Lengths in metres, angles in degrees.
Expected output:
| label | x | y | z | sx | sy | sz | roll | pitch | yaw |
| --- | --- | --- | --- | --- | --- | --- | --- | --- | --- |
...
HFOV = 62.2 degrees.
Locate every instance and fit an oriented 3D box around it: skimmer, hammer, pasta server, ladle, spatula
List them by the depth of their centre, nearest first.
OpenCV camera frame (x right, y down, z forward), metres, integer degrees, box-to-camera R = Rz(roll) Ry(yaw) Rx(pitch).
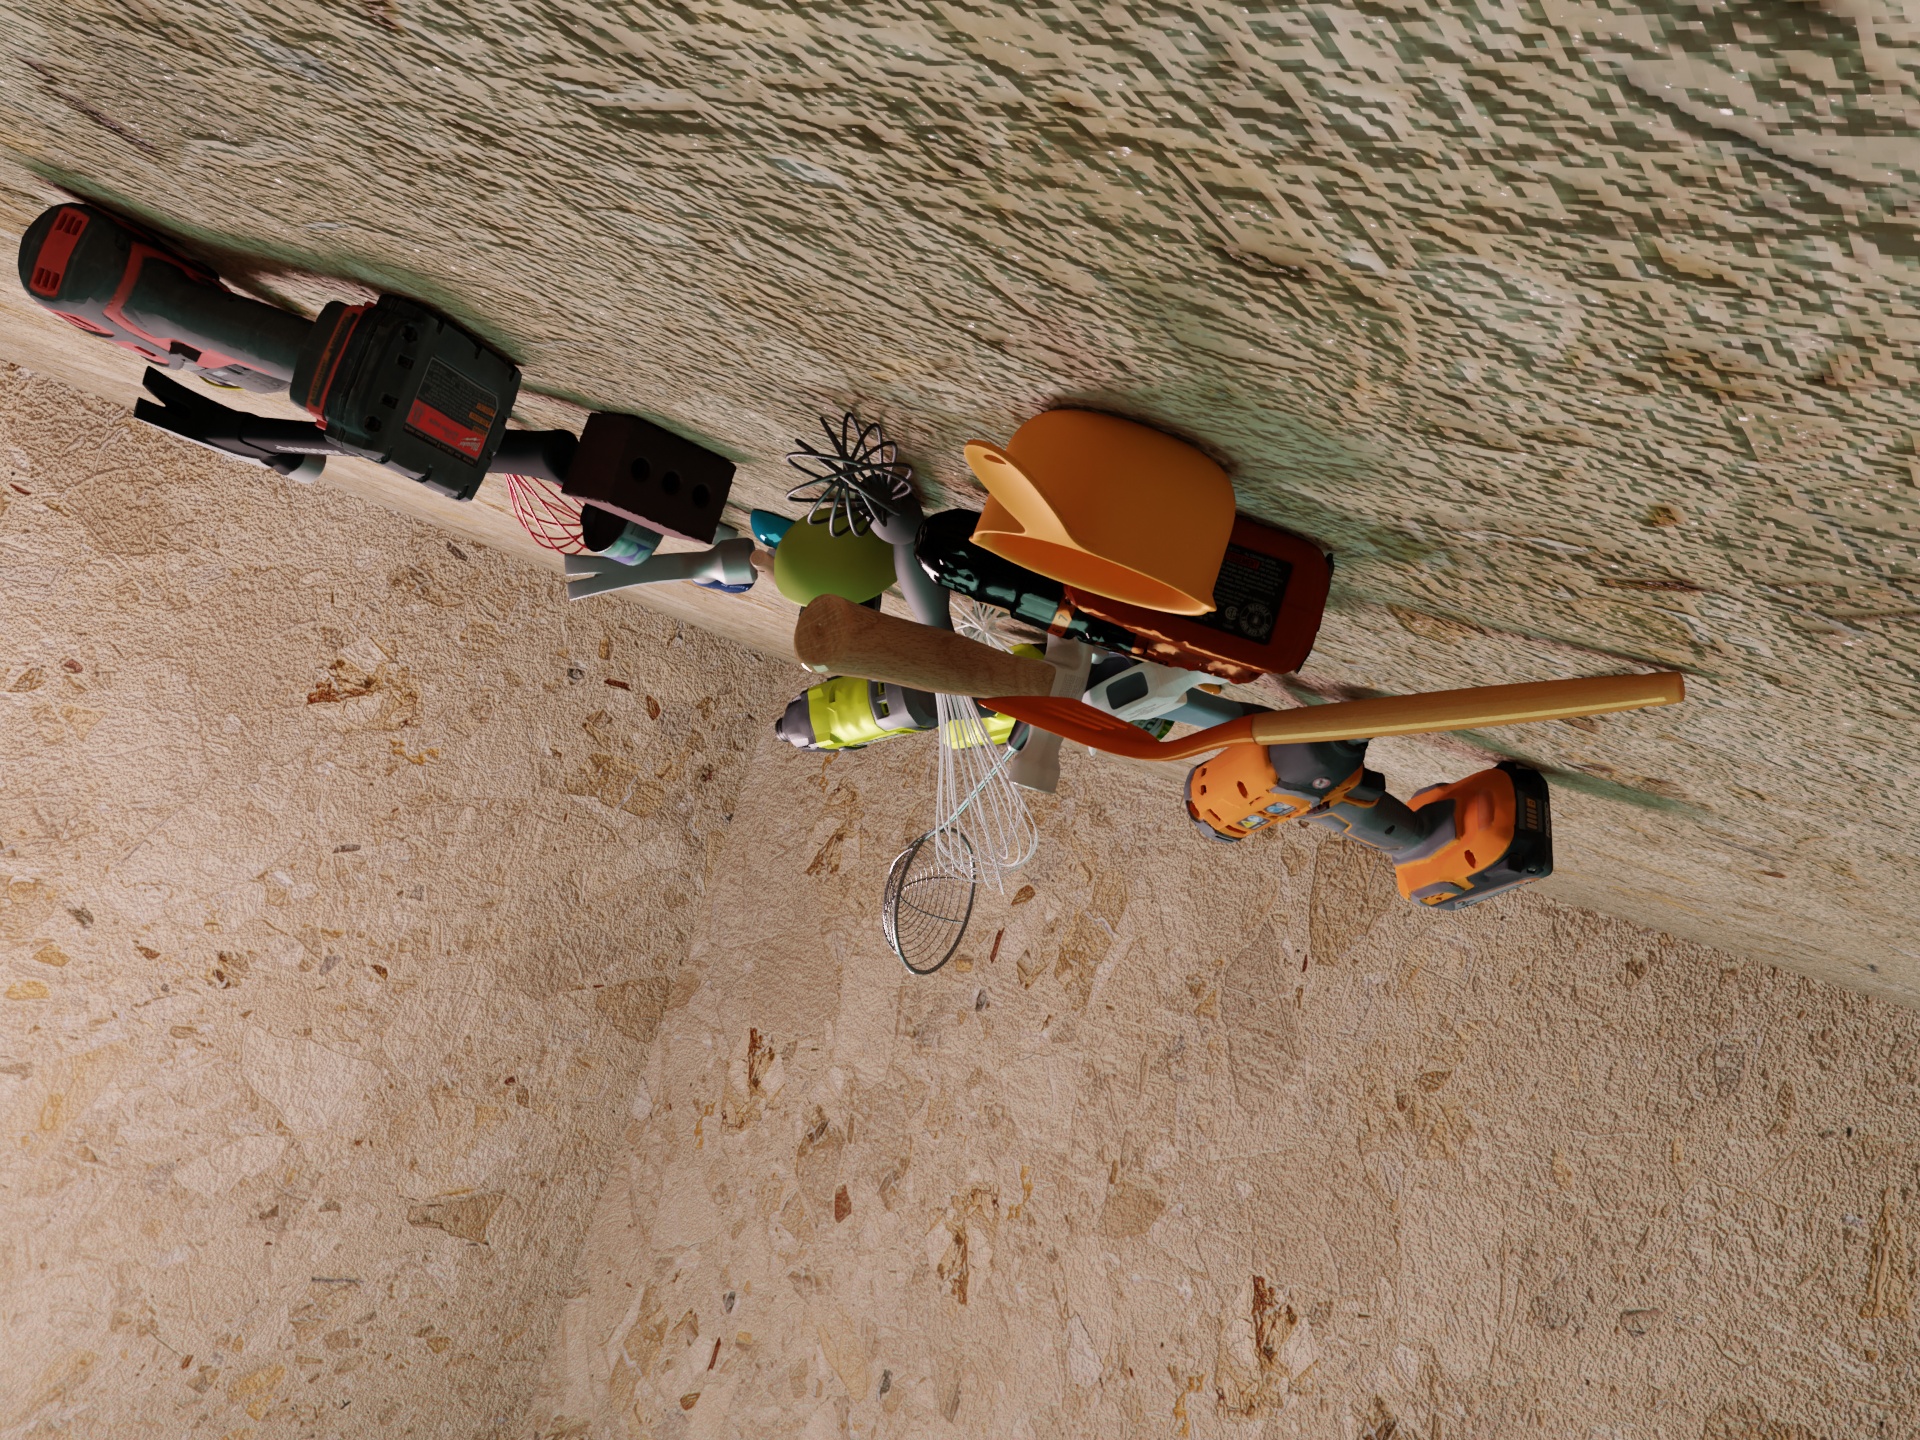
| label | x | y | z | sx | sy | sz | roll | pitch | yaw |
| --- | --- | --- | --- | --- | --- | --- | --- | --- | --- |
| spatula | 0.158 | -0.007 | 0.731 | 0.323 | 0.041 | 0.081 | -7 | 178 | 36 |
| hammer | 0.004 | -0.031 | 0.845 | 0.031 | 0.130 | 0.331 | 17 | -177 | 23 |
| hammer | -0.372 | -0.177 | 1.003 | 0.335 | 0.035 | 0.146 | 9 | 174 | 31 |
| ladle | 0.024 | -0.068 | 1.027 | 0.320 | 0.062 | 0.078 | 16 | -154 | -35 |
| hammer | 0.189 | -0.002 | 1.096 | 0.128 | 0.033 | 0.330 | -22 | 162 | 28 |
| skimmer | 0.037 | 0.074 | 1.281 | 0.090 | 0.363 | 0.127 | 44 | -140 | 8 |
| pasta server | -0.119 | -0.089 | 1.282 | 0.060 | 0.040 | 0.316 | 6 | 174 | 10 |
| hammer | -0.225 | -0.126 | 1.354 | 0.144 | 0.035 | 0.405 | -5 | -176 | 0 |

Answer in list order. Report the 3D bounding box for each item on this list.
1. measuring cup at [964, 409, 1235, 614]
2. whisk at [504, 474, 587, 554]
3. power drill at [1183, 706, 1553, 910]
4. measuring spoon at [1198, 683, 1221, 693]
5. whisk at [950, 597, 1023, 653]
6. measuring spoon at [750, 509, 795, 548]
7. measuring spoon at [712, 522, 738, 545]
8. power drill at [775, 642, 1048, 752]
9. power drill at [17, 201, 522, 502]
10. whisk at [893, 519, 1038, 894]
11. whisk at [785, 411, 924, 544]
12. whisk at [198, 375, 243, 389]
| label | x | y | z | sx | sy | sz | roll | pitch | yaw |
| --- | --- | --- | --- | --- | --- | --- | --- | --- | --- |
| measuring cup | 0.040 | -0.083 | 0.528 | 0.095 | 0.052 | 0.173 | 18 | 176 | 21 |
| whisk | -0.311 | -0.180 | 1.114 | 0.073 | 0.073 | 0.295 | 18 | 172 | 13 |
| power drill | 0.288 | 0.053 | 1.074 | 0.226 | 0.084 | 0.164 | 18 | 152 | -20 |
| measuring spoon | 0.186 | -0.027 | 1.218 | 0.021 | 0.011 | 0.117 | 18 | 178 | 16 |
| whisk | 0.014 | -0.070 | 1.187 | 0.058 | 0.059 | 0.246 | 31 | -178 | -3 |
| measuring spoon | -0.135 | -0.132 | 1.180 | 0.042 | 0.021 | 0.128 | 19 | 177 | -2 |
| measuring spoon | -0.211 | -0.157 | 1.262 | 0.034 | 0.018 | 0.124 | 18 | 178 | 14 |
| power drill | -0.028 | -0.013 | 1.296 | 0.171 | 0.080 | 0.223 | -14 | 174 | 41 |
| power drill | -0.355 | -0.194 | 0.856 | 0.227 | 0.080 | 0.187 | 21 | 178 | 13 |
| whisk | -0.001 | -0.002 | 0.981 | 0.070 | 0.070 | 0.284 | 17 | 137 | 35 |
| whisk | -0.042 | -0.105 | 0.762 | 0.055 | 0.055 | 0.239 | 19 | -178 | 4 |
| whisk | -0.411 | -0.227 | 0.992 | 0.245 | 0.047 | 0.051 | 13 | 174 | 28 |
